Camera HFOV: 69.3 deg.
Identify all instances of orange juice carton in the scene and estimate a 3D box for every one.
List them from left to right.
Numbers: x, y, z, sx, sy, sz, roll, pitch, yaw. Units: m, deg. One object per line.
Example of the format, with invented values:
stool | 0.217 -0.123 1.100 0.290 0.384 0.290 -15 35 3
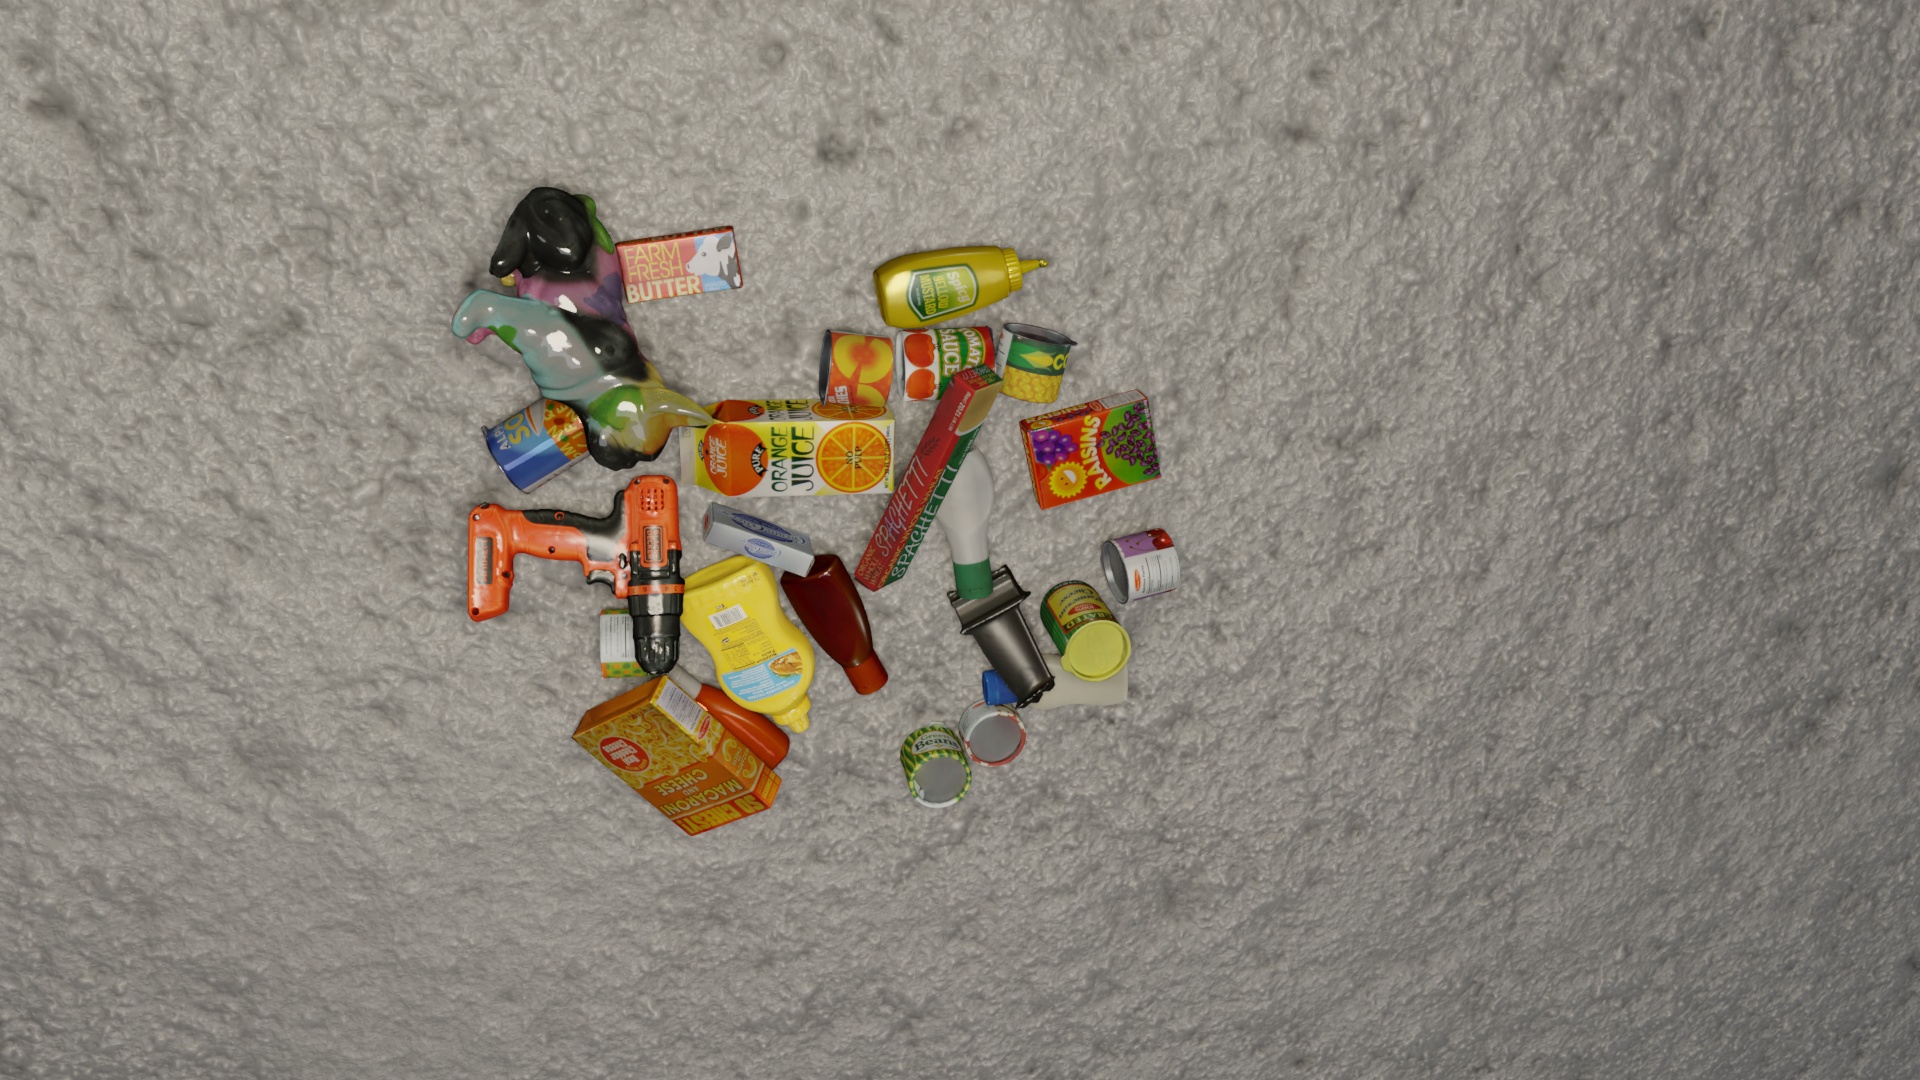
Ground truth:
orange juice carton | -0.159 -0.086 1.269 0.193 0.073 0.071 -2 112 -11

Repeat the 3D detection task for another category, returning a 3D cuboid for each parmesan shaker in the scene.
parmesan shaker | 0.120 0.089 1.384 0.071 0.103 0.071 -4 112 -11

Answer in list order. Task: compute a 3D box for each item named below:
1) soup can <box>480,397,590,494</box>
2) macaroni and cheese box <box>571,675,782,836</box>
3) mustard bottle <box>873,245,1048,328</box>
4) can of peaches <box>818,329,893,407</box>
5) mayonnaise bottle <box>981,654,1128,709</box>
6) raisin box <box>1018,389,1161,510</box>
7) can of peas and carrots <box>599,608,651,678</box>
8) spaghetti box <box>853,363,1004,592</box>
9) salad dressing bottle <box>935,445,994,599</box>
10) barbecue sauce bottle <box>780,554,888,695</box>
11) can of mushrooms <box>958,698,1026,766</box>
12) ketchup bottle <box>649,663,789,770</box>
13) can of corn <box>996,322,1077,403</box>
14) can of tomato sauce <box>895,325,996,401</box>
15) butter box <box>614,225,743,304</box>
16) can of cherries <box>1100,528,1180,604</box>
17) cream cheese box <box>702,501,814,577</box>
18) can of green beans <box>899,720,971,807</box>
soup can | -0.366 -0.092 1.225 0.084 0.071 0.071 -32 115 1
macaroni and cheese box | -0.274 0.212 1.353 0.123 0.040 0.166 -25 120 34
mustard bottle | 0.004 -0.237 1.257 0.160 0.049 0.065 -15 115 -6
can of peaches | -0.095 -0.153 1.259 0.058 0.071 0.071 4 111 -14
mayonnaise bottle | 0.098 0.144 1.437 0.148 0.041 0.064 -5 111 -9
raisin box | 0.126 -0.088 1.350 0.123 0.040 0.085 -15 115 -5
can of peas and carrots | -0.310 0.098 1.316 0.059 0.071 0.070 -2 112 -11
spaghetti box | -0.032 -0.053 1.283 0.029 0.050 0.248 40 125 18
salad dressing bottle | 0.005 -0.017 1.342 0.064 0.044 0.147 -8 109 -1
barbecue sauce bottle | -0.117 0.085 1.360 0.065 0.044 0.148 -13 119 24
can of mushrooms | 0.035 0.202 1.449 0.071 0.033 0.070 -4 112 -11
ketchup bottle | -0.241 0.177 1.372 0.064 0.044 0.148 -39 114 18
can of corn | 0.067 -0.164 1.290 0.071 0.071 0.058 8 111 -15
can of tomato sauce | -0.014 -0.163 1.272 0.083 0.071 0.071 -4 113 -10
butter box | -0.246 -0.241 1.214 0.104 0.024 0.053 -10 114 -8
can of cherries | 0.180 0.024 1.392 0.058 0.071 0.071 -15 114 -13
cream cheese box | -0.190 -0.002 1.307 0.104 0.053 0.024 20 108 -19
can of green beans | -0.026 0.234 1.435 0.071 0.058 0.071 -4 112 -11
